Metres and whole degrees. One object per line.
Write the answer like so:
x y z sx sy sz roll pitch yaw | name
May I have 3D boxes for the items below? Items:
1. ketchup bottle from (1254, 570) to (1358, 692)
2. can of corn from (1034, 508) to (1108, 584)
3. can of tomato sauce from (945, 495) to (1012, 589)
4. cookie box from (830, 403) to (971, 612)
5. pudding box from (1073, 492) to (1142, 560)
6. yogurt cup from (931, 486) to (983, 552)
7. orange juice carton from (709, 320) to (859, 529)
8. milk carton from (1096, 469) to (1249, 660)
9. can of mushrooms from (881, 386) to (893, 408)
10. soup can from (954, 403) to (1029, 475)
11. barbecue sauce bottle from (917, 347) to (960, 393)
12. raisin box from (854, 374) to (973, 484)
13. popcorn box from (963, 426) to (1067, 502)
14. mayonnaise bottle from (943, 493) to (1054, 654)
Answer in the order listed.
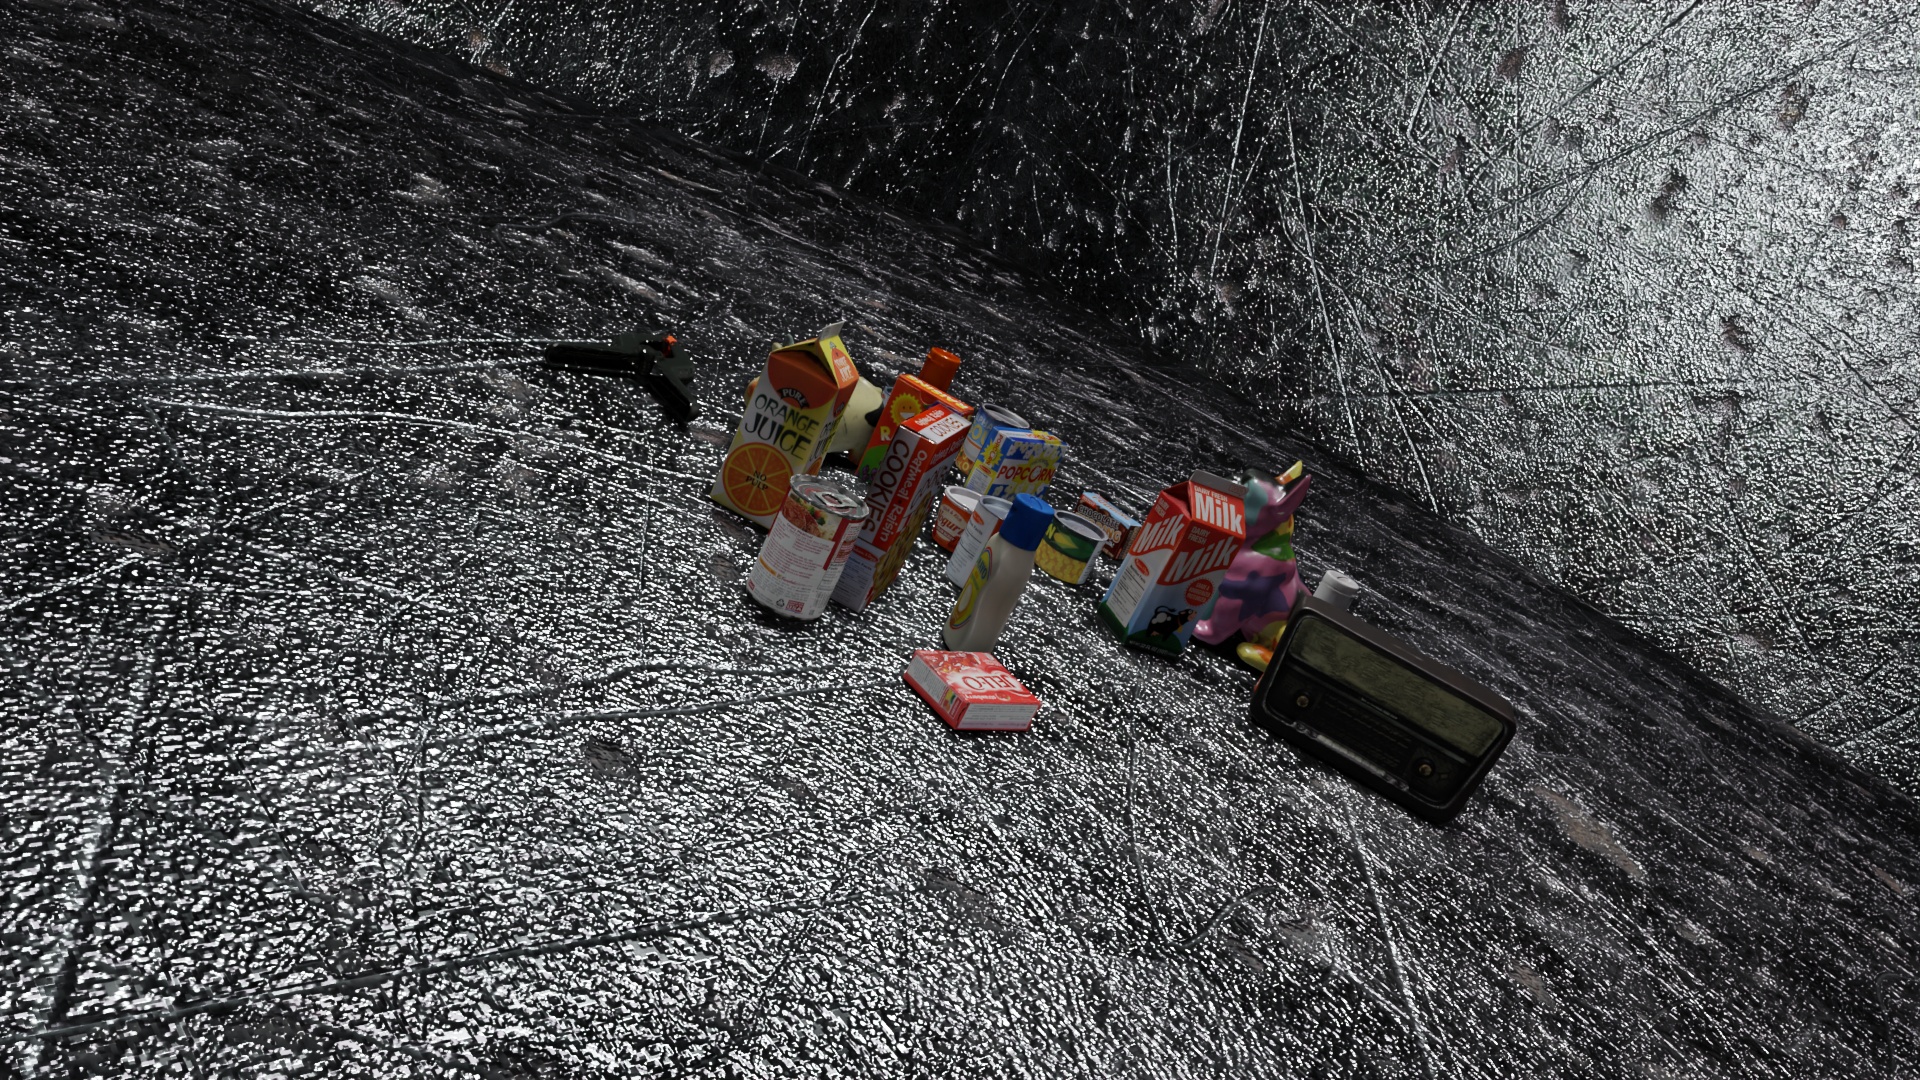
0.360 0.103 1.436 0.043 0.148 0.065 36 20 29 | ketchup bottle
0.118 0.006 1.527 0.071 0.058 0.071 23 18 -8 | can of corn
0.033 0.008 1.366 0.071 0.082 0.071 23 18 -8 | can of tomato sauce
-0.055 -0.032 1.220 0.040 0.167 0.123 28 17 6 | cookie box
0.176 -0.018 1.689 0.030 0.049 0.084 5 27 -49 | pudding box
0.005 -0.018 1.450 0.072 0.053 0.072 23 18 -8 | yogurt cup
-0.153 -0.112 1.273 0.073 0.192 0.072 27 17 4 | orange juice carton
0.223 0.019 1.418 0.072 0.190 0.074 17 19 -26 | milk carton
-0.072 -0.170 1.806 0.071 0.033 0.071 23 18 -8 | can of mushrooms
0.037 -0.120 1.732 0.071 0.083 0.071 23 18 -8 | soup can
-0.047 -0.147 1.588 0.044 0.148 0.065 19 19 -22 | barbecue sauce bottle
-0.051 -0.107 1.511 0.086 0.123 0.040 31 18 15 | raisin box
0.068 -0.091 1.690 0.038 0.085 0.127 36 20 30 | popcorn box
0.033 0.031 1.194 0.041 0.147 0.065 20 18 -19 | mayonnaise bottle
